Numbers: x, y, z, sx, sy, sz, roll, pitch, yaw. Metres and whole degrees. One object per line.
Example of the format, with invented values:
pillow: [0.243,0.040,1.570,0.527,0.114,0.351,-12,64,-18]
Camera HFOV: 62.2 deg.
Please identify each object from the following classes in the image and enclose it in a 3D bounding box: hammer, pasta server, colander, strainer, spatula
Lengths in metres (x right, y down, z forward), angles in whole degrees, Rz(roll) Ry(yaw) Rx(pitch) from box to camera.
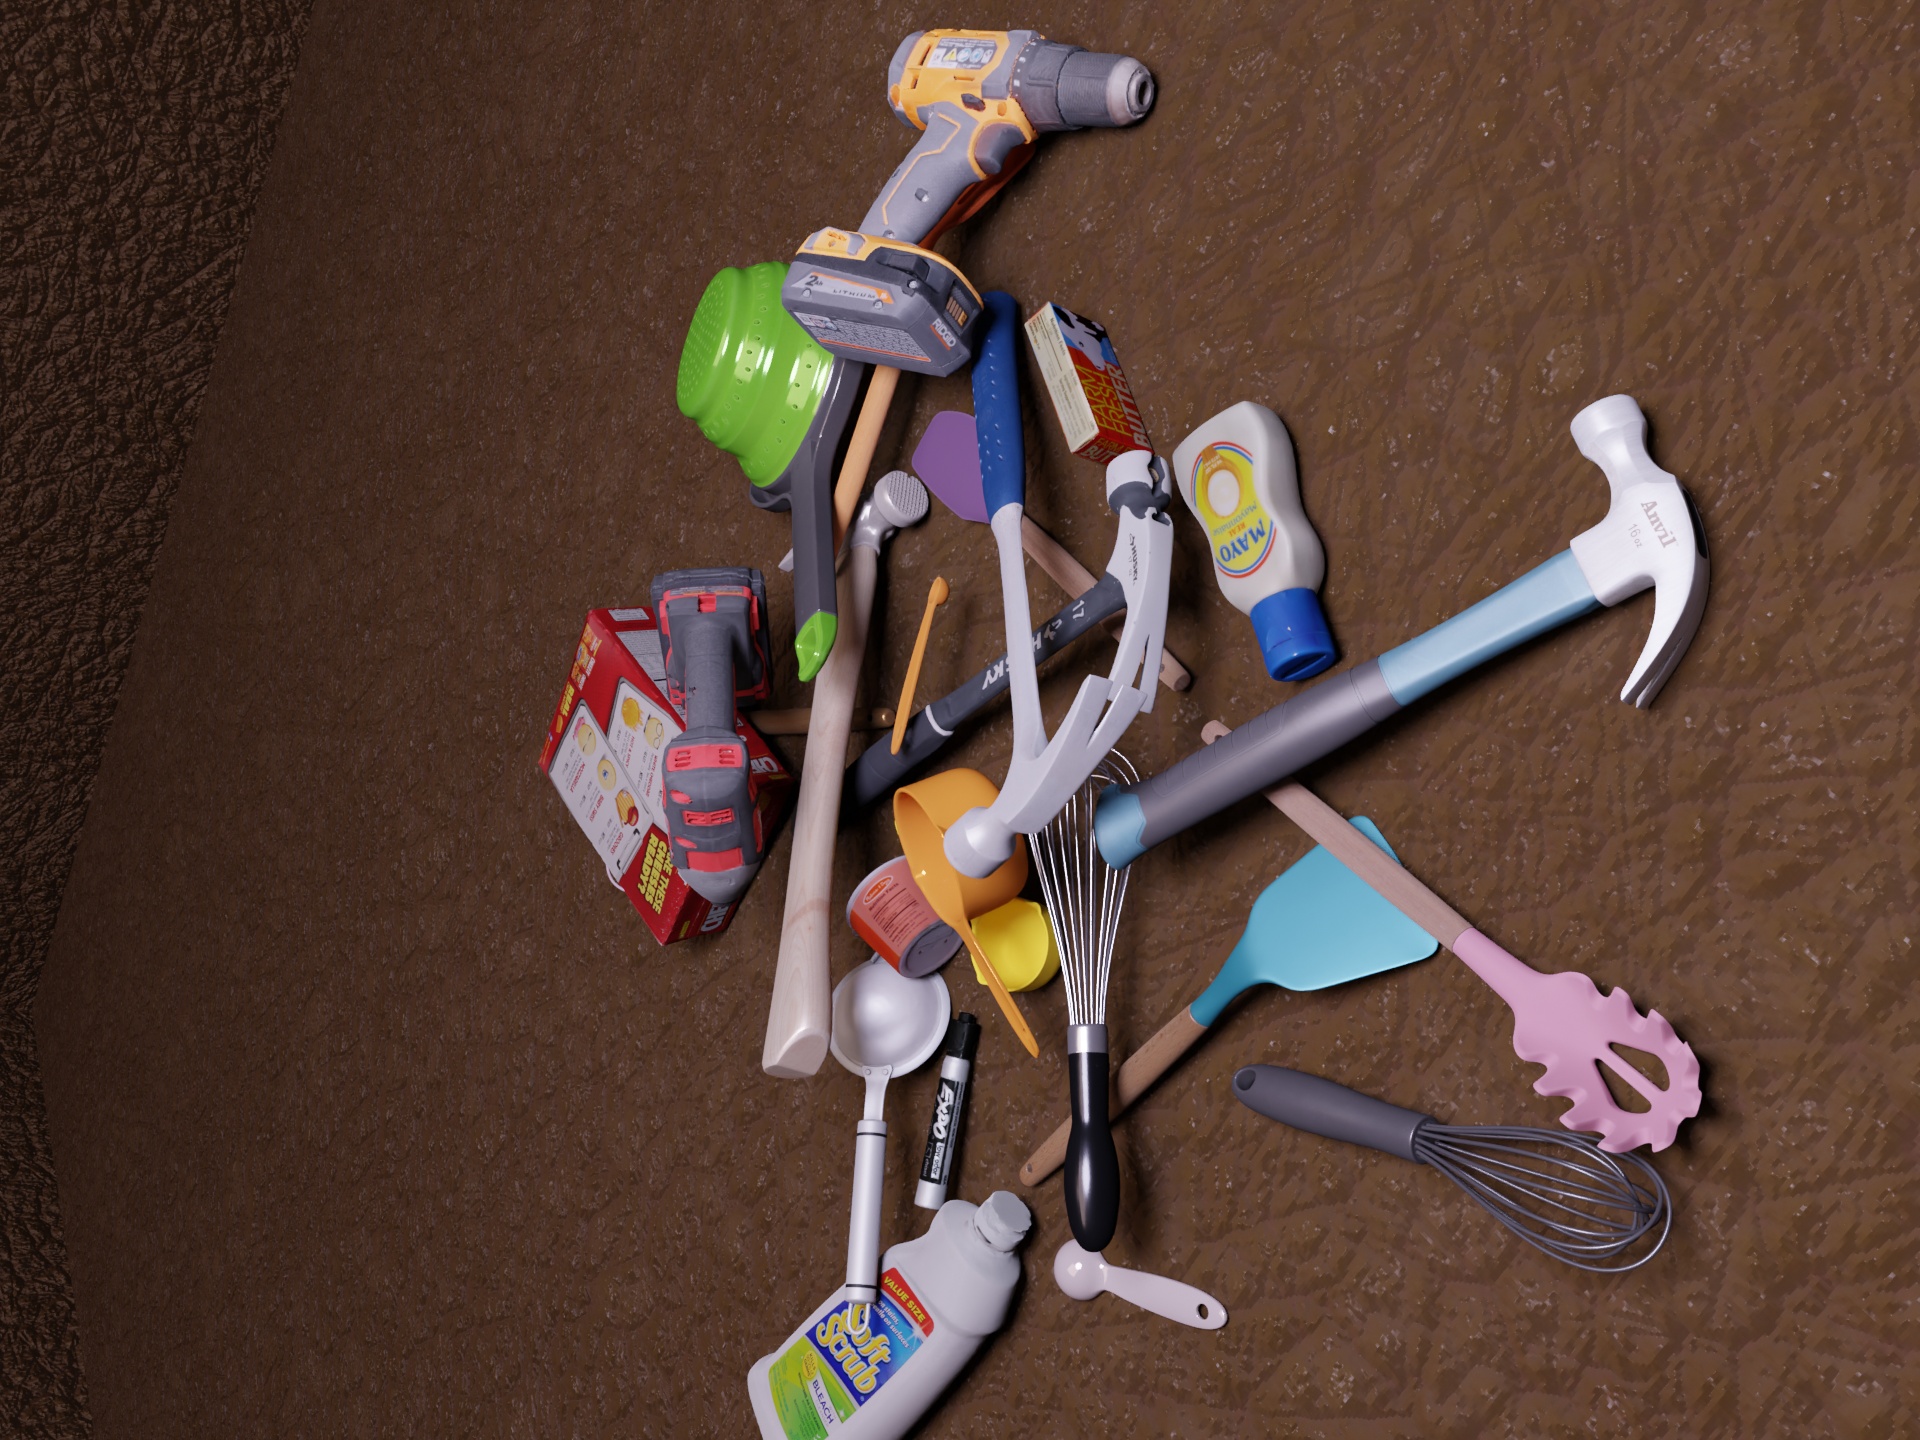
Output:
hammer: [0.196,-0.014,0.766,0.331,0.033,0.128,-32,63,32]
pasta server: [0.215,0.085,0.751,0.060,0.040,0.317,-54,48,9]
colander: [-0.138,-0.196,1.101,0.204,0.094,0.398,-50,35,42]
hammer: [0.032,-0.113,0.922,0.144,0.035,0.406,-46,35,41]
hammer: [-0.094,0.033,1.053,0.146,0.038,0.411,-28,48,46]
strainer: [-0.054,0.249,1.003,0.087,0.050,0.259,-5,65,18]
spatula: [0.051,-0.112,1.000,0.059,0.018,0.316,-59,44,20]
spatula: [-0.037,-0.249,1.086,0.081,0.041,0.322,25,98,47]
spatula: [0.125,0.175,0.864,0.317,0.044,0.082,-52,46,37]
hammer: [-0.002,-0.003,0.996,0.409,0.036,0.149,-37,43,48]

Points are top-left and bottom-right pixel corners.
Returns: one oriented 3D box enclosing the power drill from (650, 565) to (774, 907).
power drill: [-0.164,0.012,1.065,0.143,0.078,0.220,91,173,-46]

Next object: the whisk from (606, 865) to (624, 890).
whisk: [-0.288,0.050,1.354,0.051,0.047,0.245,-48,47,35]

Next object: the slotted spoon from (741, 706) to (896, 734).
slotted spoon: [-0.154,0.004,1.216,0.314,0.031,0.070,-3,88,47]

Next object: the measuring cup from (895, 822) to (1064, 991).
measuring cup: [0.009,0.108,0.991,0.062,0.029,0.157,-54,51,14]

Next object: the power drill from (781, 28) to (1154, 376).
power drill: [0.006,-0.333,1.000,0.185,0.084,0.226,19,78,34]

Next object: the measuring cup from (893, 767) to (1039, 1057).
measuring cup: [0.022,0.107,0.924,0.174,0.052,0.095,61,160,13]

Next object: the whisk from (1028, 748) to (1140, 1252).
whisk: [0.069,0.144,0.881,0.070,0.070,0.285,-22,61,46]

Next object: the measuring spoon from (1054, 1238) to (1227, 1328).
measuring spoon: [0.095,0.314,0.877,0.124,0.018,0.034,-2,82,49]

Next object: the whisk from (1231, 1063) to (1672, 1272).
whisk: [0.214,0.198,0.738,0.239,0.055,0.055,6,88,54]

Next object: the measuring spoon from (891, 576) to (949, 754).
measuring spoon: [-0.025,-0.034,1.012,0.021,0.011,0.117,-174,99,-73]
